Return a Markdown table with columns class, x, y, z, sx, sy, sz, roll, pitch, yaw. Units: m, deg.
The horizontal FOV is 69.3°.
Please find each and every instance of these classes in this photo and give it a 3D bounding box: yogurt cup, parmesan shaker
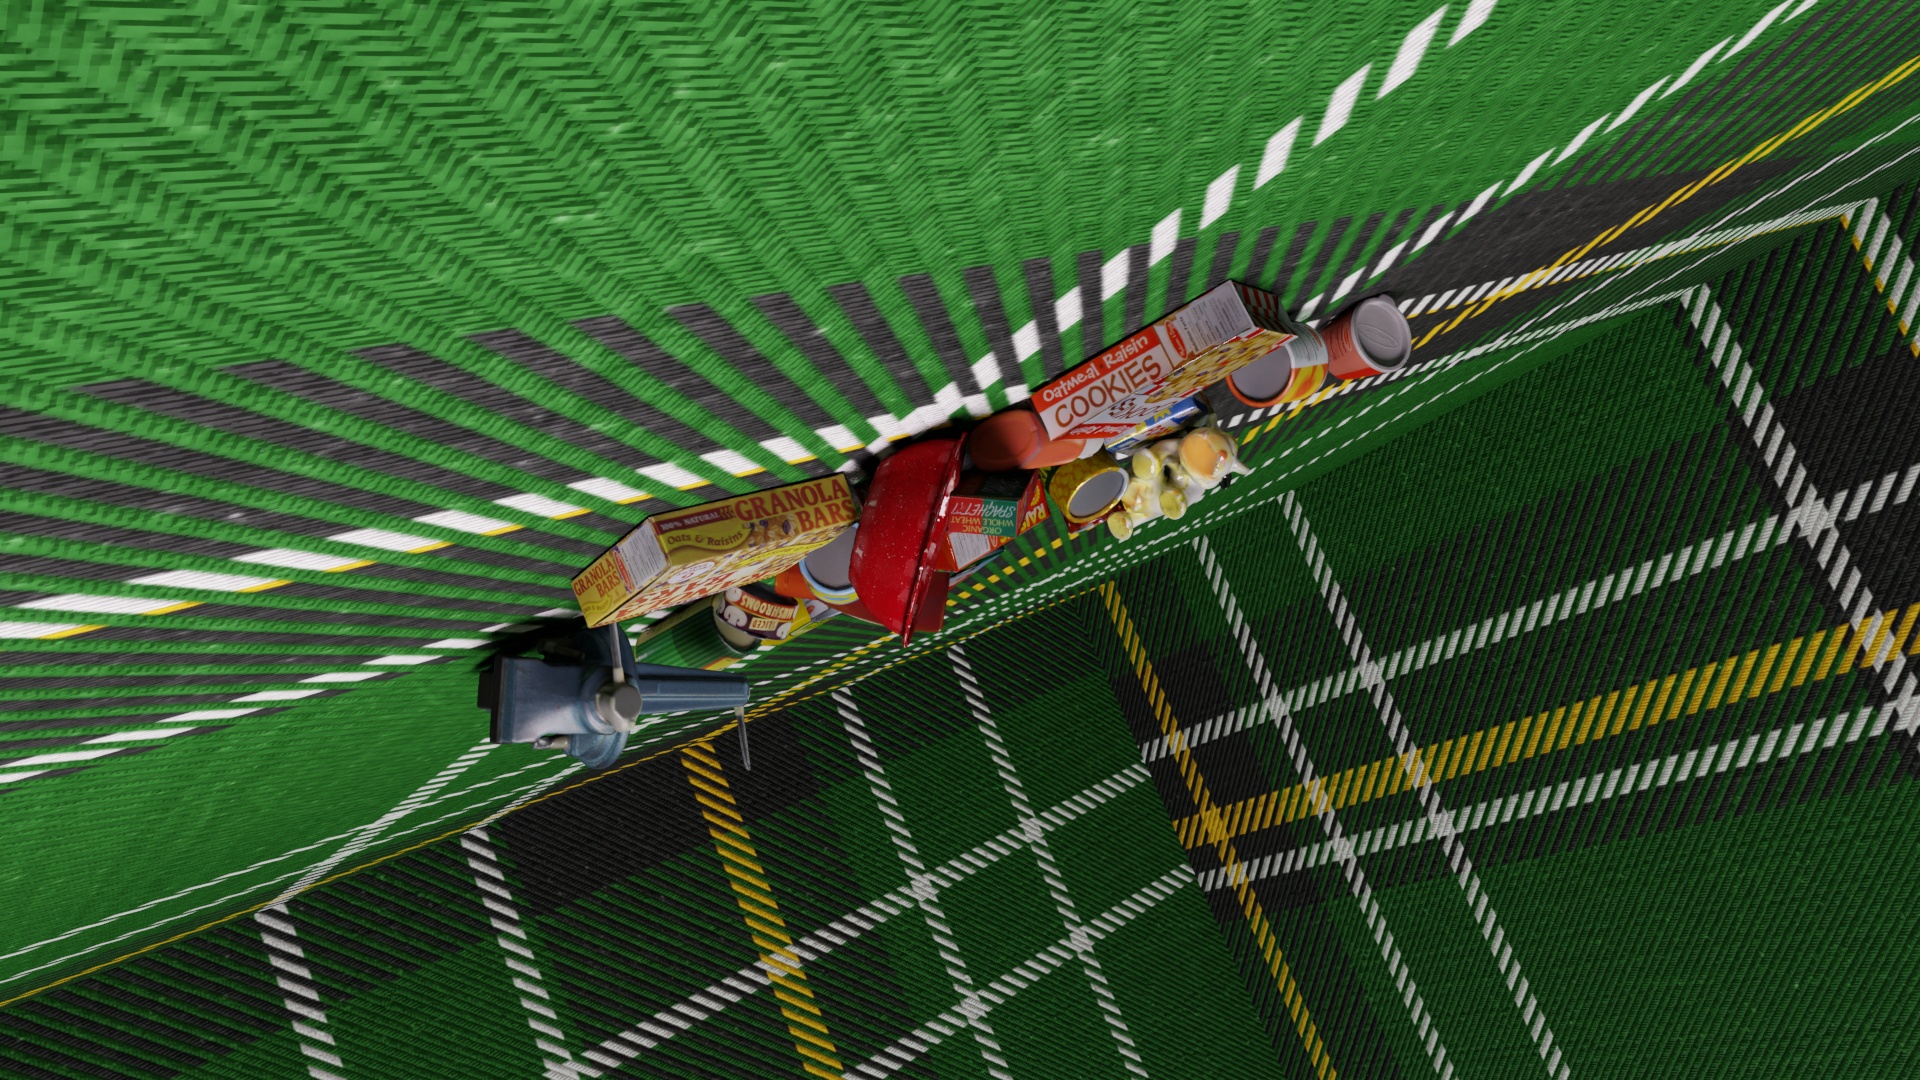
| class | x | y | z | sx | sy | sz | roll | pitch | yaw |
| --- | --- | --- | --- | --- | --- | --- | --- | --- | --- |
| yogurt cup | 0.356 | -0.175 | 1.232 | 0.072 | 0.072 | 0.054 | -20 | 179 | -29 |
| parmesan shaker | -0.239 | 0.093 | 1.264 | 0.103 | 0.071 | 0.071 | -28 | 172 | 30 |

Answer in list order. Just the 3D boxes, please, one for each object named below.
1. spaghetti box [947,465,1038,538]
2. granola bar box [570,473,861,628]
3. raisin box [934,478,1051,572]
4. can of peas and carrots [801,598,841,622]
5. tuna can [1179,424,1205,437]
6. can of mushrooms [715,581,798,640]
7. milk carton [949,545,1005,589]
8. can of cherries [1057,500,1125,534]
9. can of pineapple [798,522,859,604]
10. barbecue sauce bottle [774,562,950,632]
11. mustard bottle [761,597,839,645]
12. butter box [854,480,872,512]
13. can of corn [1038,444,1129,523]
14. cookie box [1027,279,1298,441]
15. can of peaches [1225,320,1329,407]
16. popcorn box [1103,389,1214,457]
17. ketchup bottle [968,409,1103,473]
| class | x | y | z | sx | sy | sz | roll | pitch | yaw |
| --- | --- | --- | --- | --- | --- | --- | --- | --- | --- |
| spaghetti box | 0.028 | -0.036 | 1.043 | 0.050 | 0.028 | 0.250 | 4 | -170 | 5 |
| granola bar box | -0.169 | 0.007 | 0.970 | 0.166 | 0.039 | 0.123 | -16 | 170 | -44 |
| raisin box | 0.004 | -0.015 | 1.182 | 0.086 | 0.040 | 0.124 | 1 | -156 | 45 |
| can of peas and carrots | -0.115 | 0.035 | 1.271 | 0.071 | 0.059 | 0.071 | -24 | 173 | -3 |
| tuna can | 0.223 | -0.102 | 1.325 | 0.032 | 0.071 | 0.071 | -28 | 172 | 22 |
| can of mushrooms | -0.176 | 0.060 | 1.210 | 0.033 | 0.071 | 0.071 | -67 | 163 | 8 |
| milk carton | -0.037 | 0.016 | 1.330 | 0.074 | 0.072 | 0.190 | -20 | 172 | -27 |
| can of cherries | 0.138 | -0.046 | 1.495 | 0.071 | 0.058 | 0.071 | -23 | 173 | -3 |
| can of pineapple | -0.103 | 0.017 | 1.155 | 0.071 | 0.071 | 0.057 | -23 | 172 | -7 |
| barbecue sauce bottle | -0.085 | 0.039 | 1.207 | 0.149 | 0.065 | 0.044 | 8 | -177 | 0 |
| mustard bottle | -0.169 | 0.072 | 1.414 | 0.159 | 0.049 | 0.065 | -29 | 170 | 34 |
| butter box | -0.054 | -0.033 | 1.108 | 0.053 | 0.024 | 0.103 | -24 | 173 | -4 |
| can of corn | 0.102 | -0.056 | 1.202 | 0.071 | 0.058 | 0.070 | -23 | 145 | -17 |
| cookie box | 0.148 | -0.127 | 1.006 | 0.167 | 0.040 | 0.123 | -28 | 172 | 26 |
| can of peaches | 0.254 | -0.141 | 1.127 | 0.058 | 0.071 | 0.071 | -15 | 168 | -48 |
| popcorn box | 0.169 | -0.109 | 1.209 | 0.085 | 0.038 | 0.127 | -26 | 173 | 16 |
| ketchup bottle | 0.067 | -0.079 | 1.077 | 0.064 | 0.043 | 0.149 | -18 | 177 | 29 |
